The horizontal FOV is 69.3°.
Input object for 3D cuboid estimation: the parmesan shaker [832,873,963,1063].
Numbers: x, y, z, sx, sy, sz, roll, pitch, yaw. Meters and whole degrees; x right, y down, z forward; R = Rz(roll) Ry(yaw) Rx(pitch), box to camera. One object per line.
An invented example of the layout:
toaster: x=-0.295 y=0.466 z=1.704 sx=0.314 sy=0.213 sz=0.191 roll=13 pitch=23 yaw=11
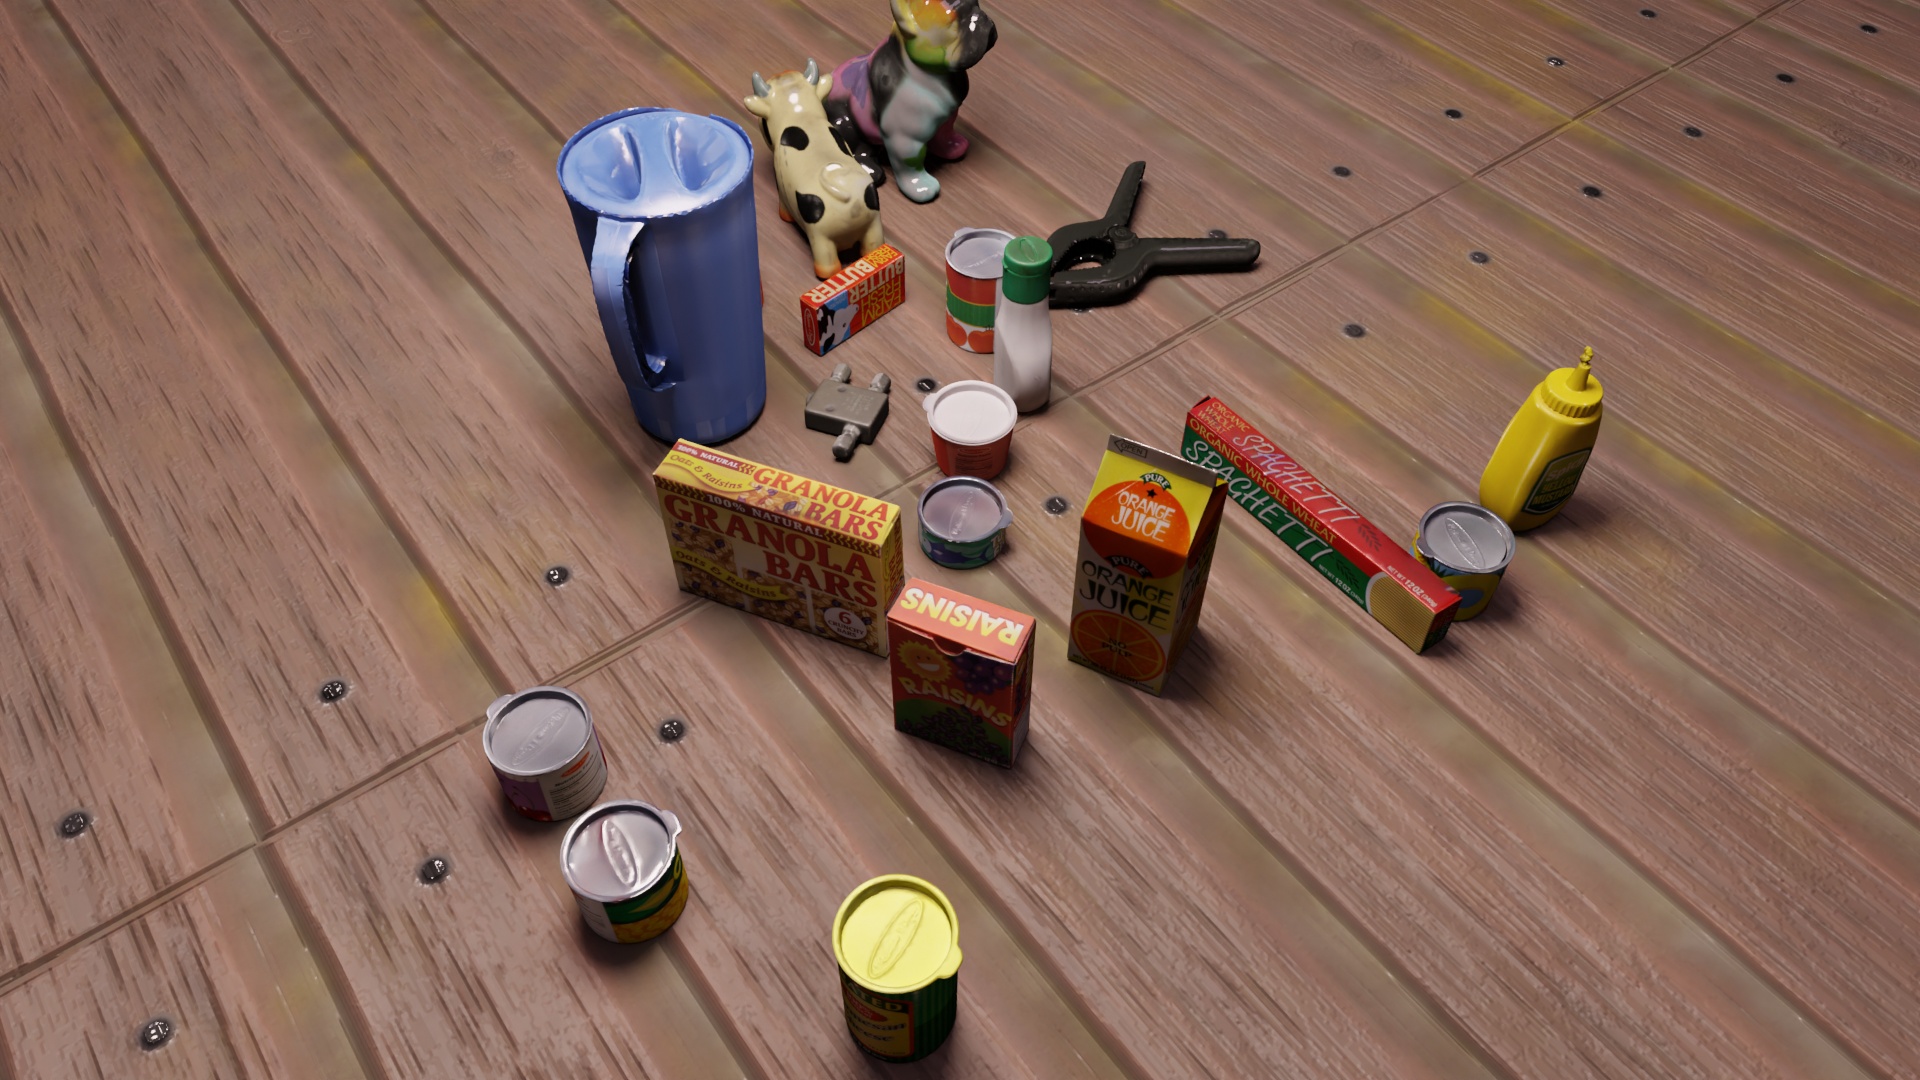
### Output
parmesan shaker: x=-0.032 y=0.238 z=0.761 sx=0.071 sy=0.102 sz=0.072 roll=0 pitch=49 yaw=0

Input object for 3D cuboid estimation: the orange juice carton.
orange juice carton: x=0.121 y=0.009 z=0.902 sx=0.072 sy=0.191 sz=0.073 roll=22 pitch=53 yaw=18

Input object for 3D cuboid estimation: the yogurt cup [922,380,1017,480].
yogurt cup: x=0.009 y=-0.081 z=1.070 sx=0.072 sy=0.053 sz=0.073 roll=0 pitch=49 yaw=0

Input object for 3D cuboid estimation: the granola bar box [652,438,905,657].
granola bar box: x=-0.120 y=0.006 z=0.947 sx=0.166 sy=0.123 sz=0.039 roll=17 pitch=51 yaw=14

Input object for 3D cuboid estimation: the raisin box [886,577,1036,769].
raisin box: x=0.000 y=0.086 z=0.880 sx=0.086 sy=0.122 sz=0.040 roll=19 pitch=52 yaw=15

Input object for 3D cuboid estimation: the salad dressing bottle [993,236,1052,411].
salad dressing bottle: x=0.050 y=-0.167 z=1.083 sx=0.044 sy=0.146 sz=0.064 roll=-11 pitch=50 yaw=-10

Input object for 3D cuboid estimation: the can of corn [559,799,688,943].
can of corn: x=-0.196 y=0.196 z=0.826 sx=0.071 sy=0.058 sz=0.071 roll=0 pitch=49 yaw=0

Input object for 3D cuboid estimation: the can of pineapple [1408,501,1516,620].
can of pineapple: x=0.350 y=0.015 z=0.987 sx=0.071 sy=0.057 sz=0.071 roll=0 pitch=49 yaw=0

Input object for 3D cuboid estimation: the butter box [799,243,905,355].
butter box: x=-0.090 y=-0.205 z=1.176 sx=0.024 sy=0.052 sz=0.104 roll=36 pitch=58 yaw=26

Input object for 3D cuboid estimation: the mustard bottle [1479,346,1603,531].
mustard bottle: x=0.424 y=-0.074 z=0.998 sx=0.065 sy=0.159 sz=0.049 roll=-18 pitch=52 yaw=-15

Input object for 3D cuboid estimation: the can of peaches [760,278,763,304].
can of peaches: x=-0.202 y=-0.227 z=1.192 sx=0.071 sy=0.057 sz=0.071 roll=0 pitch=49 yaw=0

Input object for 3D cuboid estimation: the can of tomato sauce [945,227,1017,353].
can of tomato sauce: x=0.019 y=-0.209 z=1.161 sx=0.071 sy=0.082 sz=0.071 roll=0 pitch=49 yaw=0

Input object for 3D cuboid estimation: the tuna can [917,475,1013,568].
tuna can: x=0.004 y=-0.013 z=1.025 sx=0.071 sy=0.032 sz=0.071 roll=0 pitch=49 yaw=0

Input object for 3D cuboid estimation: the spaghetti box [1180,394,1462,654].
spaghetti box: x=0.256 y=-0.016 z=1.018 sx=0.029 sy=0.050 sz=0.251 roll=-29 pitch=55 yaw=-23

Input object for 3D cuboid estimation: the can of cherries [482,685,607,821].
can of cherries: x=-0.263 y=0.134 z=0.879 sx=0.071 sy=0.058 sz=0.072 roll=0 pitch=49 yaw=0
